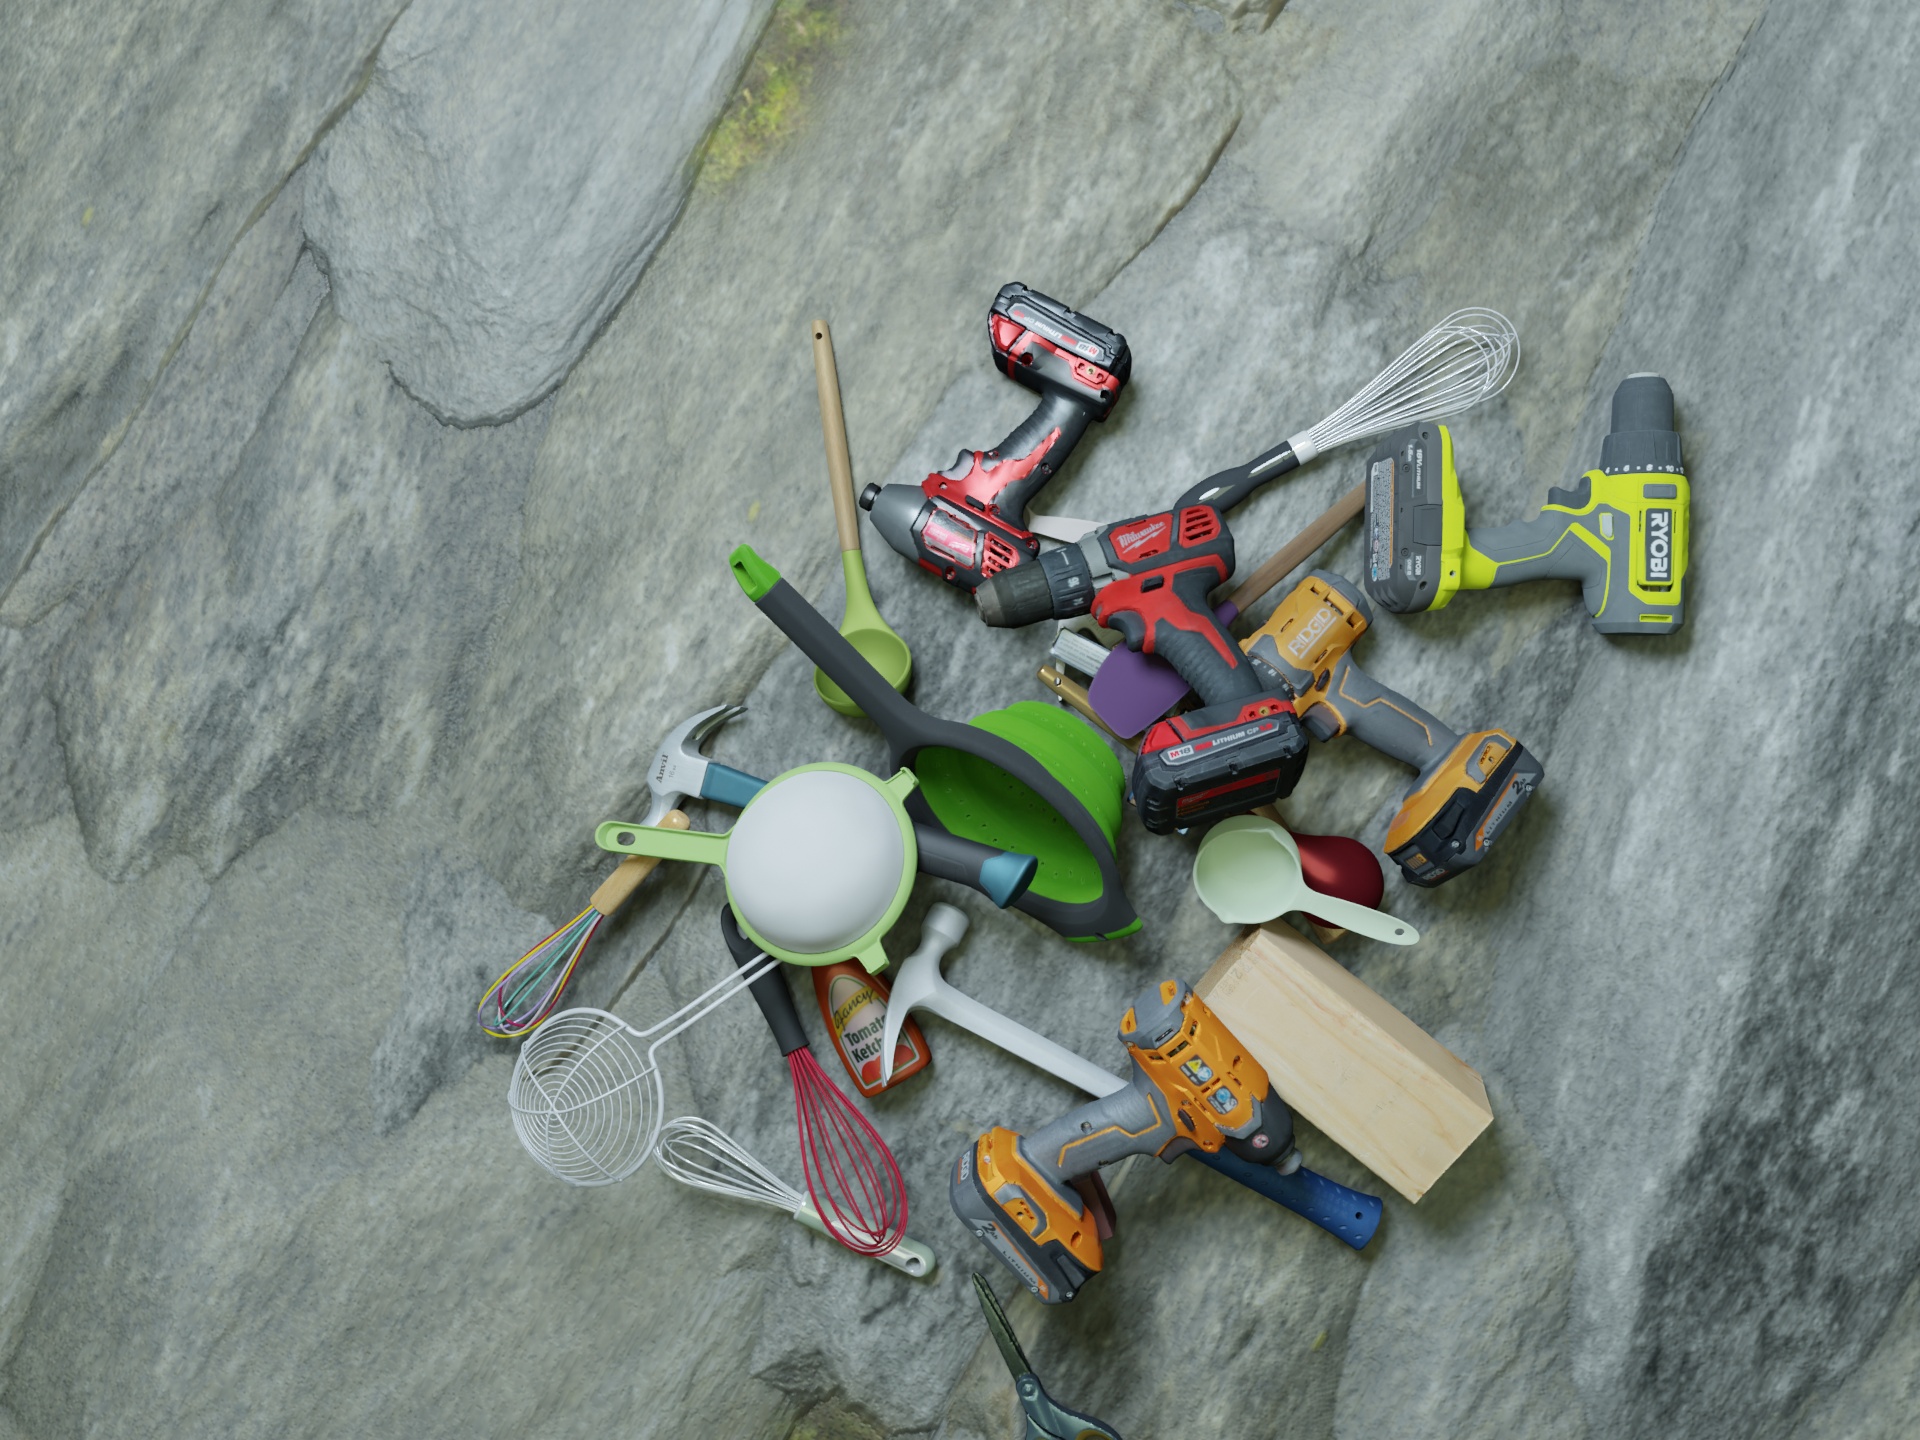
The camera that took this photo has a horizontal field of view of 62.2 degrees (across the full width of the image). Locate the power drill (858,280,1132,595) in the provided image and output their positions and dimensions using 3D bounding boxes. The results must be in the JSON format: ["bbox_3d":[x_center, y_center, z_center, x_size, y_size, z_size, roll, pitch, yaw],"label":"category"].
[{"bbox_3d":[0.026,-0.209,1.206,0.143,0.078,0.220,28,88,6],"label":"power drill"}]

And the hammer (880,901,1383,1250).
[{"bbox_3d":[0.127,0.293,1.207,0.405,0.035,0.144,28,68,2],"label":"hammer"}]

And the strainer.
[{"bbox_3d":[-0.161,0.092,1.155,0.256,0.069,0.151,5,76,17],"label":"strainer"}]

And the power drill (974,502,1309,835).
[{"bbox_3d":[0.124,-0.039,1.100,0.188,0.080,0.227,-16,62,-4],"label":"power drill"}]

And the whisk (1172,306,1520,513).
[{"bbox_3d":[0.287,-0.223,1.201,0.284,0.070,0.070,-28,87,10],"label":"whisk"}]

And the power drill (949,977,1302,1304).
[{"bbox_3d":[0.122,0.310,1.130,0.226,0.084,0.164,-41,99,10],"label":"power drill"}]

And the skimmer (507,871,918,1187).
[{"bbox_3d":[-0.169,0.204,1.193,0.363,0.090,0.127,-34,73,-24],"label":"skimmer"}]

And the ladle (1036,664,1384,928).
[{"bbox_3d":[0.185,0.054,1.161,0.315,0.031,0.069,35,90,-7],"label":"ladle"}]

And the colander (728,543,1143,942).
[{"bbox_3d":[-0.002,-0.004,1.166,0.397,0.204,0.094,45,63,-11],"label":"colander"}]

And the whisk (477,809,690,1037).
[{"bbox_3d":[-0.294,0.163,1.252,0.047,0.051,0.245,43,101,-2],"label":"whisk"}]

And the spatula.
[{"bbox_3d":[0.216,-0.100,1.173,0.316,0.018,0.060,-39,79,-15],"label":"spatula"}]

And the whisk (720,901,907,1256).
[{"bbox_3d":[-0.120,0.273,1.232,0.073,0.073,0.296,-28,76,5],"label":"whisk"}]

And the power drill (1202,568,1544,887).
[{"bbox_3d":[0.286,0.020,1.157,0.226,0.084,0.185,43,65,6],"label":"power drill"}]

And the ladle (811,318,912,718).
[{"bbox_3d":[-0.092,-0.160,1.241,0.078,0.062,0.320,-9,86,9],"label":"ladle"}]

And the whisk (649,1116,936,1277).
[{"bbox_3d":[-0.132,0.377,1.246,0.246,0.059,0.058,25,104,1],"label":"whisk"}]

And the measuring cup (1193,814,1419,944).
[{"bbox_3d":[0.249,0.120,1.140,0.167,0.038,0.083,21,116,1],"label":"measuring cup"}]

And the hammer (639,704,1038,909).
[{"bbox_3d":[-0.096,0.077,1.204,0.331,0.033,0.128,16,93,24],"label":"hammer"}]

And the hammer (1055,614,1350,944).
[{"bbox_3d":[0.190,0.031,1.219,0.130,0.031,0.331,-37,86,5],"label":"hammer"}]

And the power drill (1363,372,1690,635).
[{"bbox_3d":[0.419,-0.159,1.163,0.228,0.080,0.190,1,91,-4],"label":"power drill"}]

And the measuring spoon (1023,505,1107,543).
[{"bbox_3d":[0.083,-0.147,1.244,0.124,0.018,0.034,11,83,0],"label":"measuring spoon"}]
